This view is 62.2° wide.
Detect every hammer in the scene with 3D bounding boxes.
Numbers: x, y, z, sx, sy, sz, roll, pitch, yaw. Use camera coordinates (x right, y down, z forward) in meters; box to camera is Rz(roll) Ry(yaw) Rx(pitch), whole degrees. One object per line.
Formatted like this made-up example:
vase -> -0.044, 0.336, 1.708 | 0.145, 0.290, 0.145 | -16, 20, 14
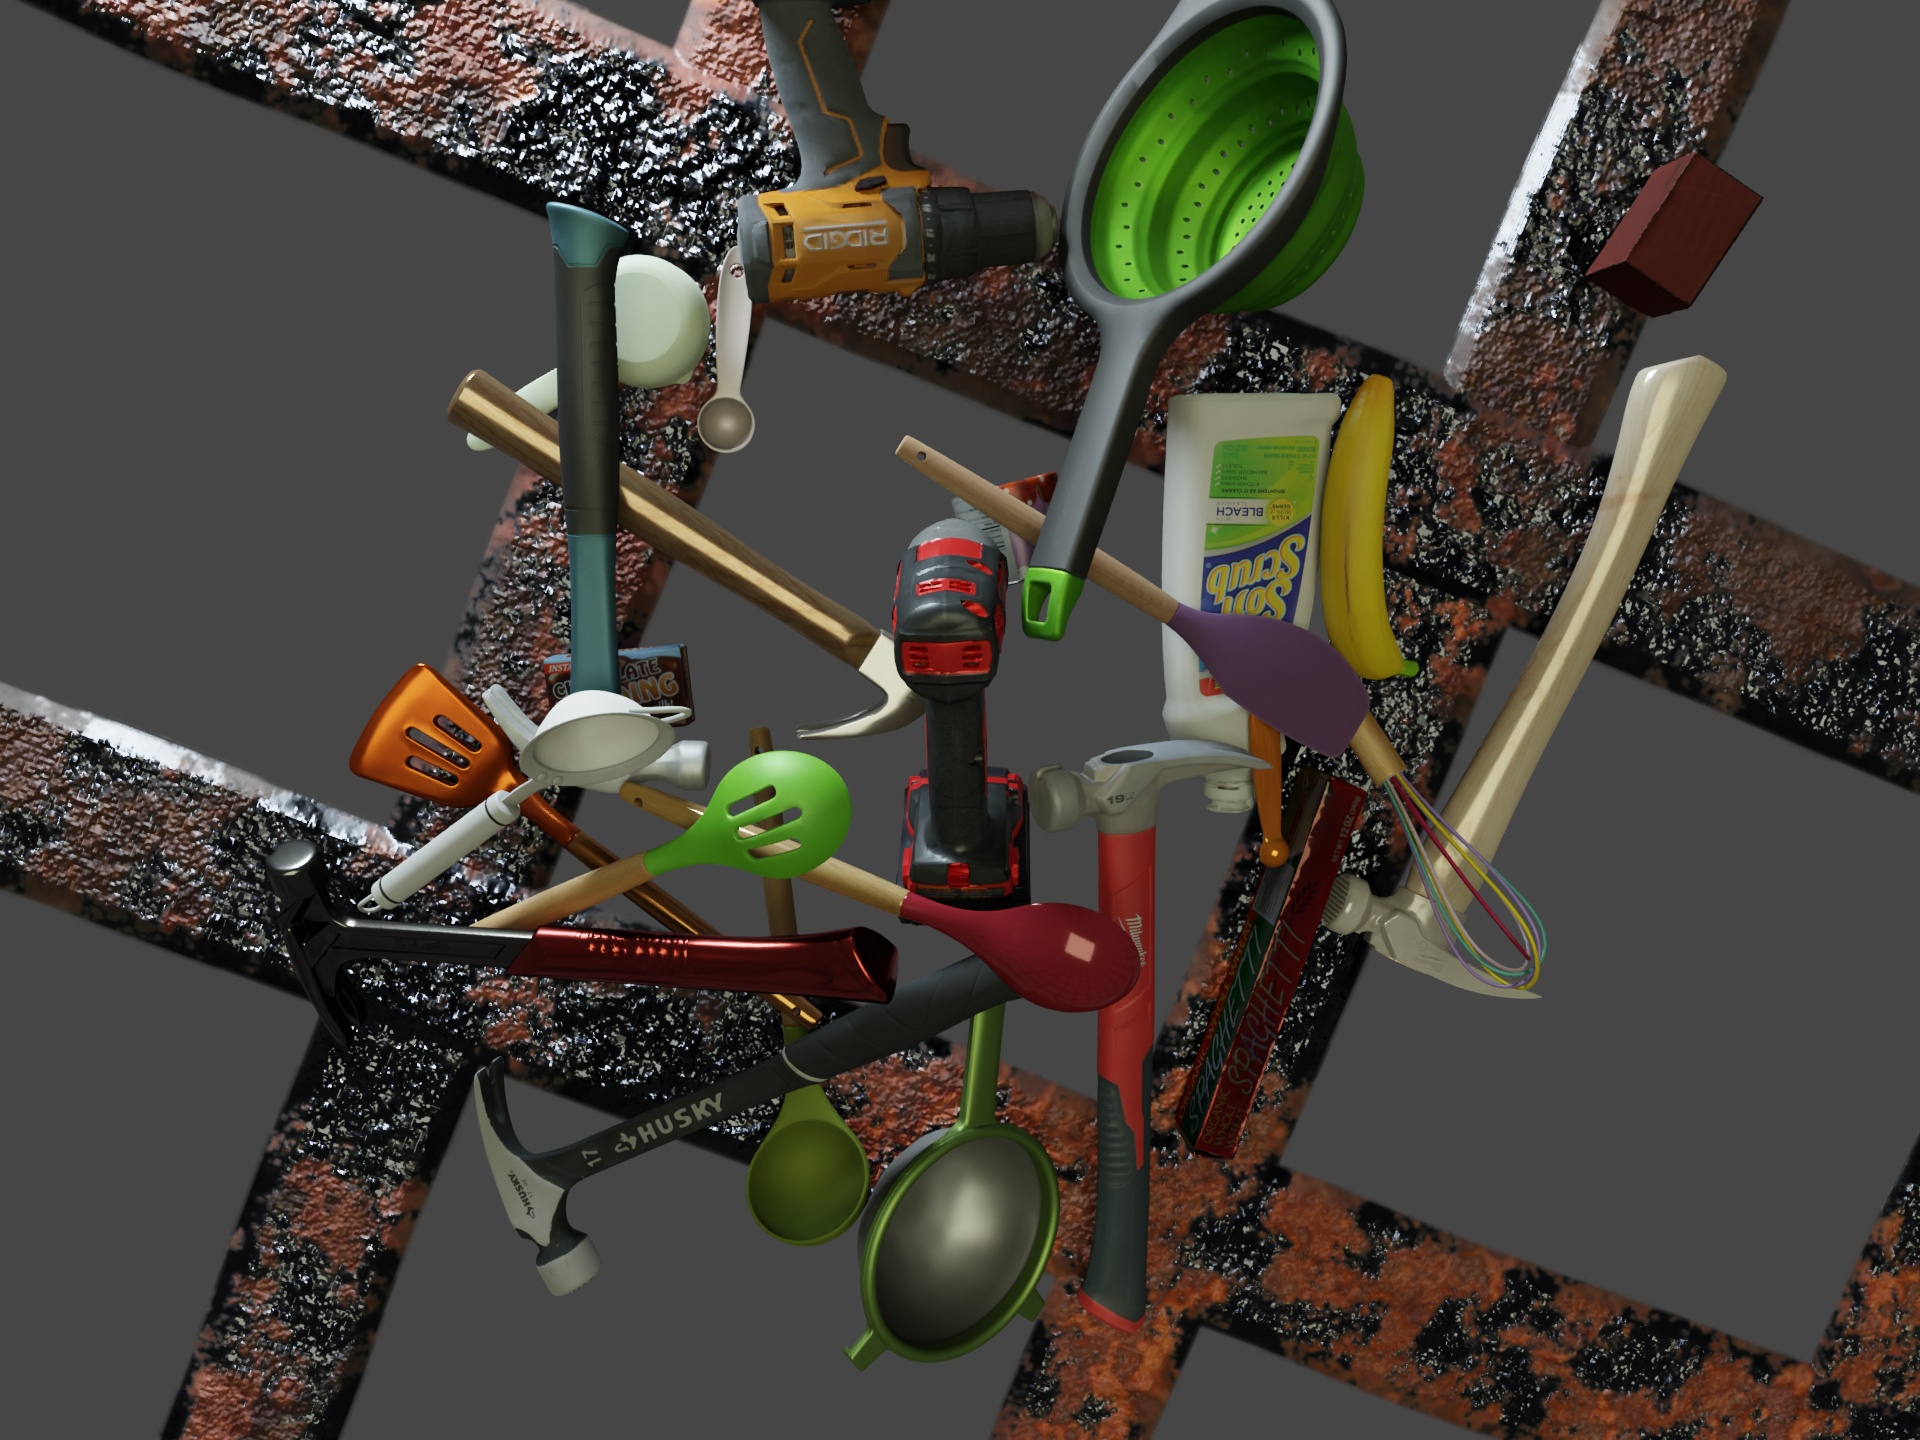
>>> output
hammer -> -0.214, 0.141, 0.911 | 0.359, 0.037, 0.149 | 2, 128, 9
hammer -> 0.114, 0.200, 0.968 | 0.143, 0.038, 0.386 | -9, 110, -20
hammer -> -0.152, -0.100, 0.946 | 0.331, 0.031, 0.130 | 32, 96, -10
hammer -> -0.110, 0.204, 0.936 | 0.409, 0.036, 0.149 | -27, 93, 16
hammer -> -0.208, -0.120, 0.904 | 0.128, 0.033, 0.331 | 1, 104, -3
hammer -> 0.377, -0.027, 0.988 | 0.146, 0.038, 0.410 | 24, 95, -7

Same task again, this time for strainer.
strainer -> -0.009, 0.258, 0.975 | 0.151, 0.069, 0.256 | 1, 98, -39
strainer -> -0.257, 0.044, 0.909 | 0.258, 0.086, 0.050 | -34, 62, 18

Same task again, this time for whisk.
whisk -> 0.273, 0.050, 0.951 | 0.051, 0.047, 0.245 | -30, 74, 1

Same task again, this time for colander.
colander -> 0.131, -0.222, 0.889 | 0.094, 0.205, 0.397 | 22, 85, -36

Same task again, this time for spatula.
spatula -> 0.101, -0.077, 0.914 | 0.316, 0.018, 0.060 | 30, 89, -9
spatula -> -0.217, 0.088, 0.957 | 0.322, 0.041, 0.081 | 36, 94, 4

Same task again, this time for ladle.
ladle -> -0.053, 0.091, 0.880 | 0.315, 0.031, 0.069 | 20, 118, 16
ladle -> -0.107, 0.164, 0.979 | 0.078, 0.062, 0.320 | -6, 94, 5

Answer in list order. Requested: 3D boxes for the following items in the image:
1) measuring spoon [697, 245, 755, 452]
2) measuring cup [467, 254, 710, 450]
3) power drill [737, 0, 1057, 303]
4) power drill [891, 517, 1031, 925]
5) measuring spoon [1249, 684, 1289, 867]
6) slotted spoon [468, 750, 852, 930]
measuring spoon -> -0.137, -0.221, 0.954 | 0.034, 0.018, 0.124 | 4, 90, -7
measuring cup -> -0.224, -0.210, 0.936 | 0.167, 0.038, 0.083 | -34, 97, 1
power drill -> -0.043, -0.358, 0.909 | 0.185, 0.084, 0.226 | -6, 101, -4
power drill -> -0.001, -0.003, 0.898 | 0.078, 0.143, 0.219 | -1, 123, 3
measuring spoon -> 0.186, 0.035, 0.951 | 0.021, 0.011, 0.117 | -14, 108, -20
slotted spoon -> -0.195, 0.092, 0.914 | 0.314, 0.031, 0.070 | -23, 96, 28
